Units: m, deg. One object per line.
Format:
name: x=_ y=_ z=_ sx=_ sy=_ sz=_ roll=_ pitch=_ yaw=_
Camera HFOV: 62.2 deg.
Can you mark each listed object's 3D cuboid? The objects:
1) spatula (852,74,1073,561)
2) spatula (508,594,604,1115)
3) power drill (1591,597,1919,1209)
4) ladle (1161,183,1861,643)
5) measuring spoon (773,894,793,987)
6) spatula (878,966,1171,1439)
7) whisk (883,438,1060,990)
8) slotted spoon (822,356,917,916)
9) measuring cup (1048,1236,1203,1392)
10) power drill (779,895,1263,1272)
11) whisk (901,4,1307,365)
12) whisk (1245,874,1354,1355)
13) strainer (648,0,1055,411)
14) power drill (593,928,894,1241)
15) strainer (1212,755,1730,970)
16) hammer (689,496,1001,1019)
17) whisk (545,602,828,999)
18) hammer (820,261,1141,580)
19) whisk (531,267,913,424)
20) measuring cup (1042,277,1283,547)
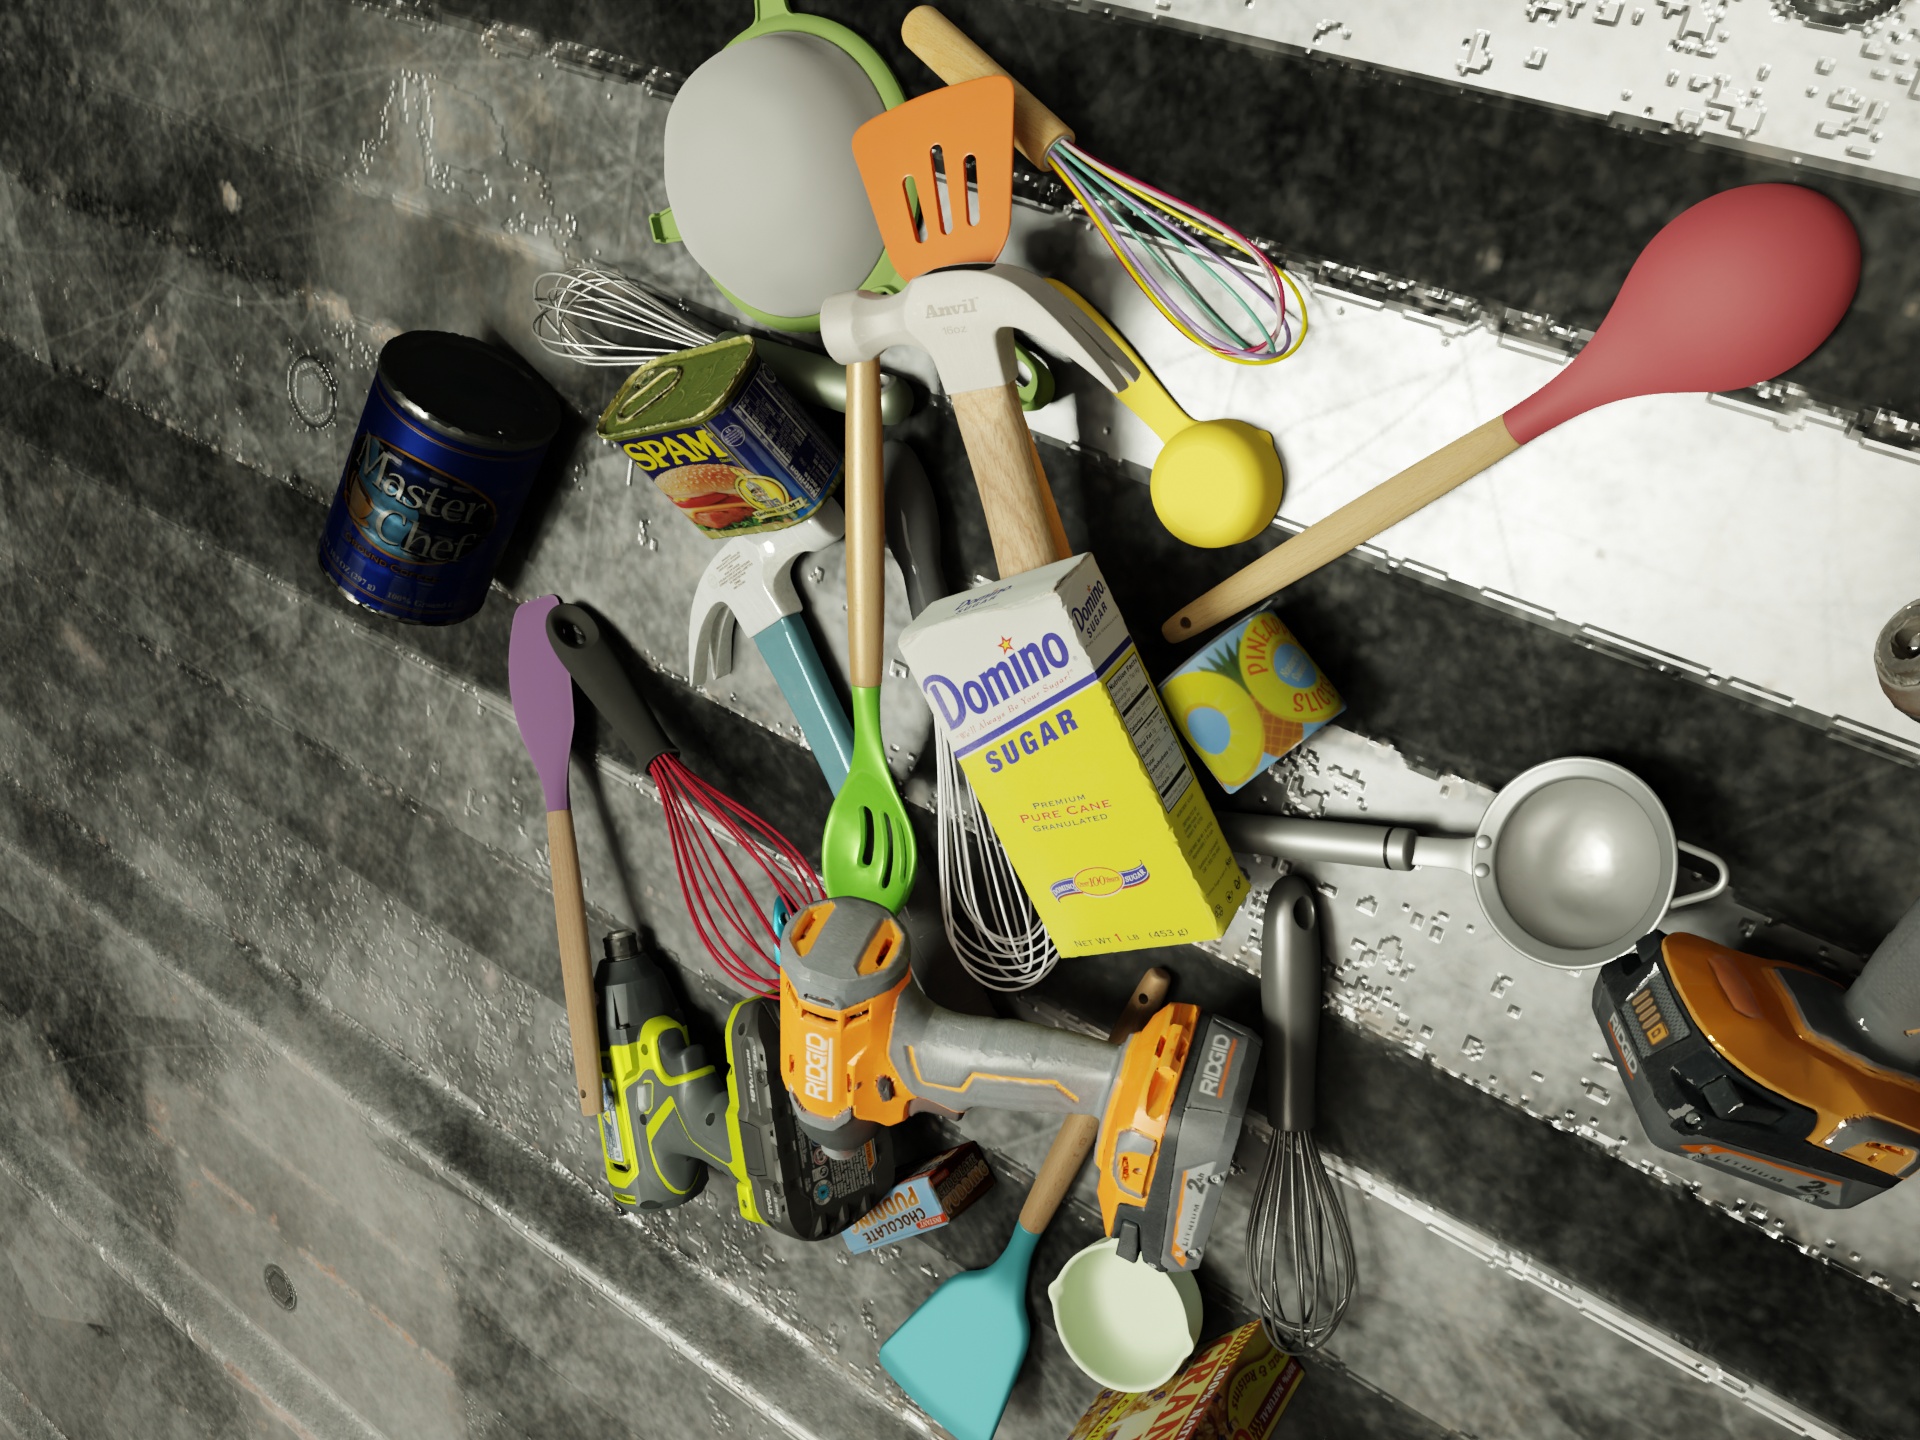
spatula: x=0.031 y=-0.123 z=0.733 sx=0.081 sy=0.041 sz=0.322 roll=-11 pitch=111 yaw=26
spatula: x=-0.244 y=0.081 z=0.971 sx=0.060 sy=0.018 sz=0.316 roll=-13 pitch=82 yaw=37
power drill: x=0.321 y=0.063 z=0.540 sx=0.185 sy=0.084 sz=0.226 roll=22 pitch=126 yaw=-20
ladle: x=0.202 y=-0.107 z=0.649 sx=0.315 sy=0.031 sz=0.069 roll=-32 pitch=86 yaw=38
measuring spoon: x=-0.092 y=0.165 z=0.939 sx=0.042 sy=0.021 sz=0.128 roll=-4 pitch=93 yaw=44
spatula: x=0.043 y=0.260 z=0.857 sx=0.082 sy=0.044 sz=0.317 roll=35 pitch=120 yaw=25
whisk: x=-0.002 y=-0.002 z=0.800 sx=0.070 sy=0.070 sz=0.284 roll=-13 pitch=92 yaw=36
slotted spoon: x=-0.045 y=-0.043 z=0.786 sx=0.070 sy=0.031 sz=0.313 roll=18 pitch=115 yaw=43
measuring cup: x=0.098 y=0.264 z=0.834 sx=0.083 sy=0.038 sz=0.167 roll=12 pitch=95 yaw=29
power drill: x=0.019 y=0.184 z=0.773 sx=0.226 sy=0.084 sz=0.164 roll=16 pitch=130 yaw=12
whisk: x=0.060 y=-0.238 z=0.699 sx=0.047 sy=0.051 sz=0.245 roll=-46 pitch=72 yaw=13
whisk: x=0.161 y=0.189 z=0.758 sx=0.055 sy=0.055 sz=0.239 roll=3 pitch=101 yaw=33
strainer: x=-0.061 y=-0.229 z=0.759 sx=0.256 sy=0.069 sz=0.151 roll=44 pitch=124 yaw=16
power drill: x=-0.145 y=0.210 z=0.931 sx=0.223 sy=0.080 sz=0.171 roll=-6 pitch=94 yaw=47
strainer: x=0.201 y=0.056 z=0.692 sx=0.258 sy=0.050 sz=0.087 roll=4 pitch=82 yaw=39
hammer: x=-0.049 y=0.050 z=0.860 sx=0.128 sy=0.033 sz=0.331 roll=-27 pitch=89 yaw=36
whisk: x=-0.160 y=0.038 z=0.899 sx=0.296 sy=0.073 sz=0.073 roll=52 pitch=126 yaw=24
hammer: x=0.041 y=-0.044 z=0.729 sx=0.130 sy=0.031 sz=0.331 roll=-3 pitch=116 yaw=28
whisk: x=-0.130 y=-0.194 z=0.837 sx=0.246 sy=0.058 sz=0.059 roll=20 pitch=149 yaw=24
measuring cup: x=0.080 y=-0.141 z=0.716 sx=0.156 sy=0.029 sz=0.062 roll=49 pitch=125 yaw=9
